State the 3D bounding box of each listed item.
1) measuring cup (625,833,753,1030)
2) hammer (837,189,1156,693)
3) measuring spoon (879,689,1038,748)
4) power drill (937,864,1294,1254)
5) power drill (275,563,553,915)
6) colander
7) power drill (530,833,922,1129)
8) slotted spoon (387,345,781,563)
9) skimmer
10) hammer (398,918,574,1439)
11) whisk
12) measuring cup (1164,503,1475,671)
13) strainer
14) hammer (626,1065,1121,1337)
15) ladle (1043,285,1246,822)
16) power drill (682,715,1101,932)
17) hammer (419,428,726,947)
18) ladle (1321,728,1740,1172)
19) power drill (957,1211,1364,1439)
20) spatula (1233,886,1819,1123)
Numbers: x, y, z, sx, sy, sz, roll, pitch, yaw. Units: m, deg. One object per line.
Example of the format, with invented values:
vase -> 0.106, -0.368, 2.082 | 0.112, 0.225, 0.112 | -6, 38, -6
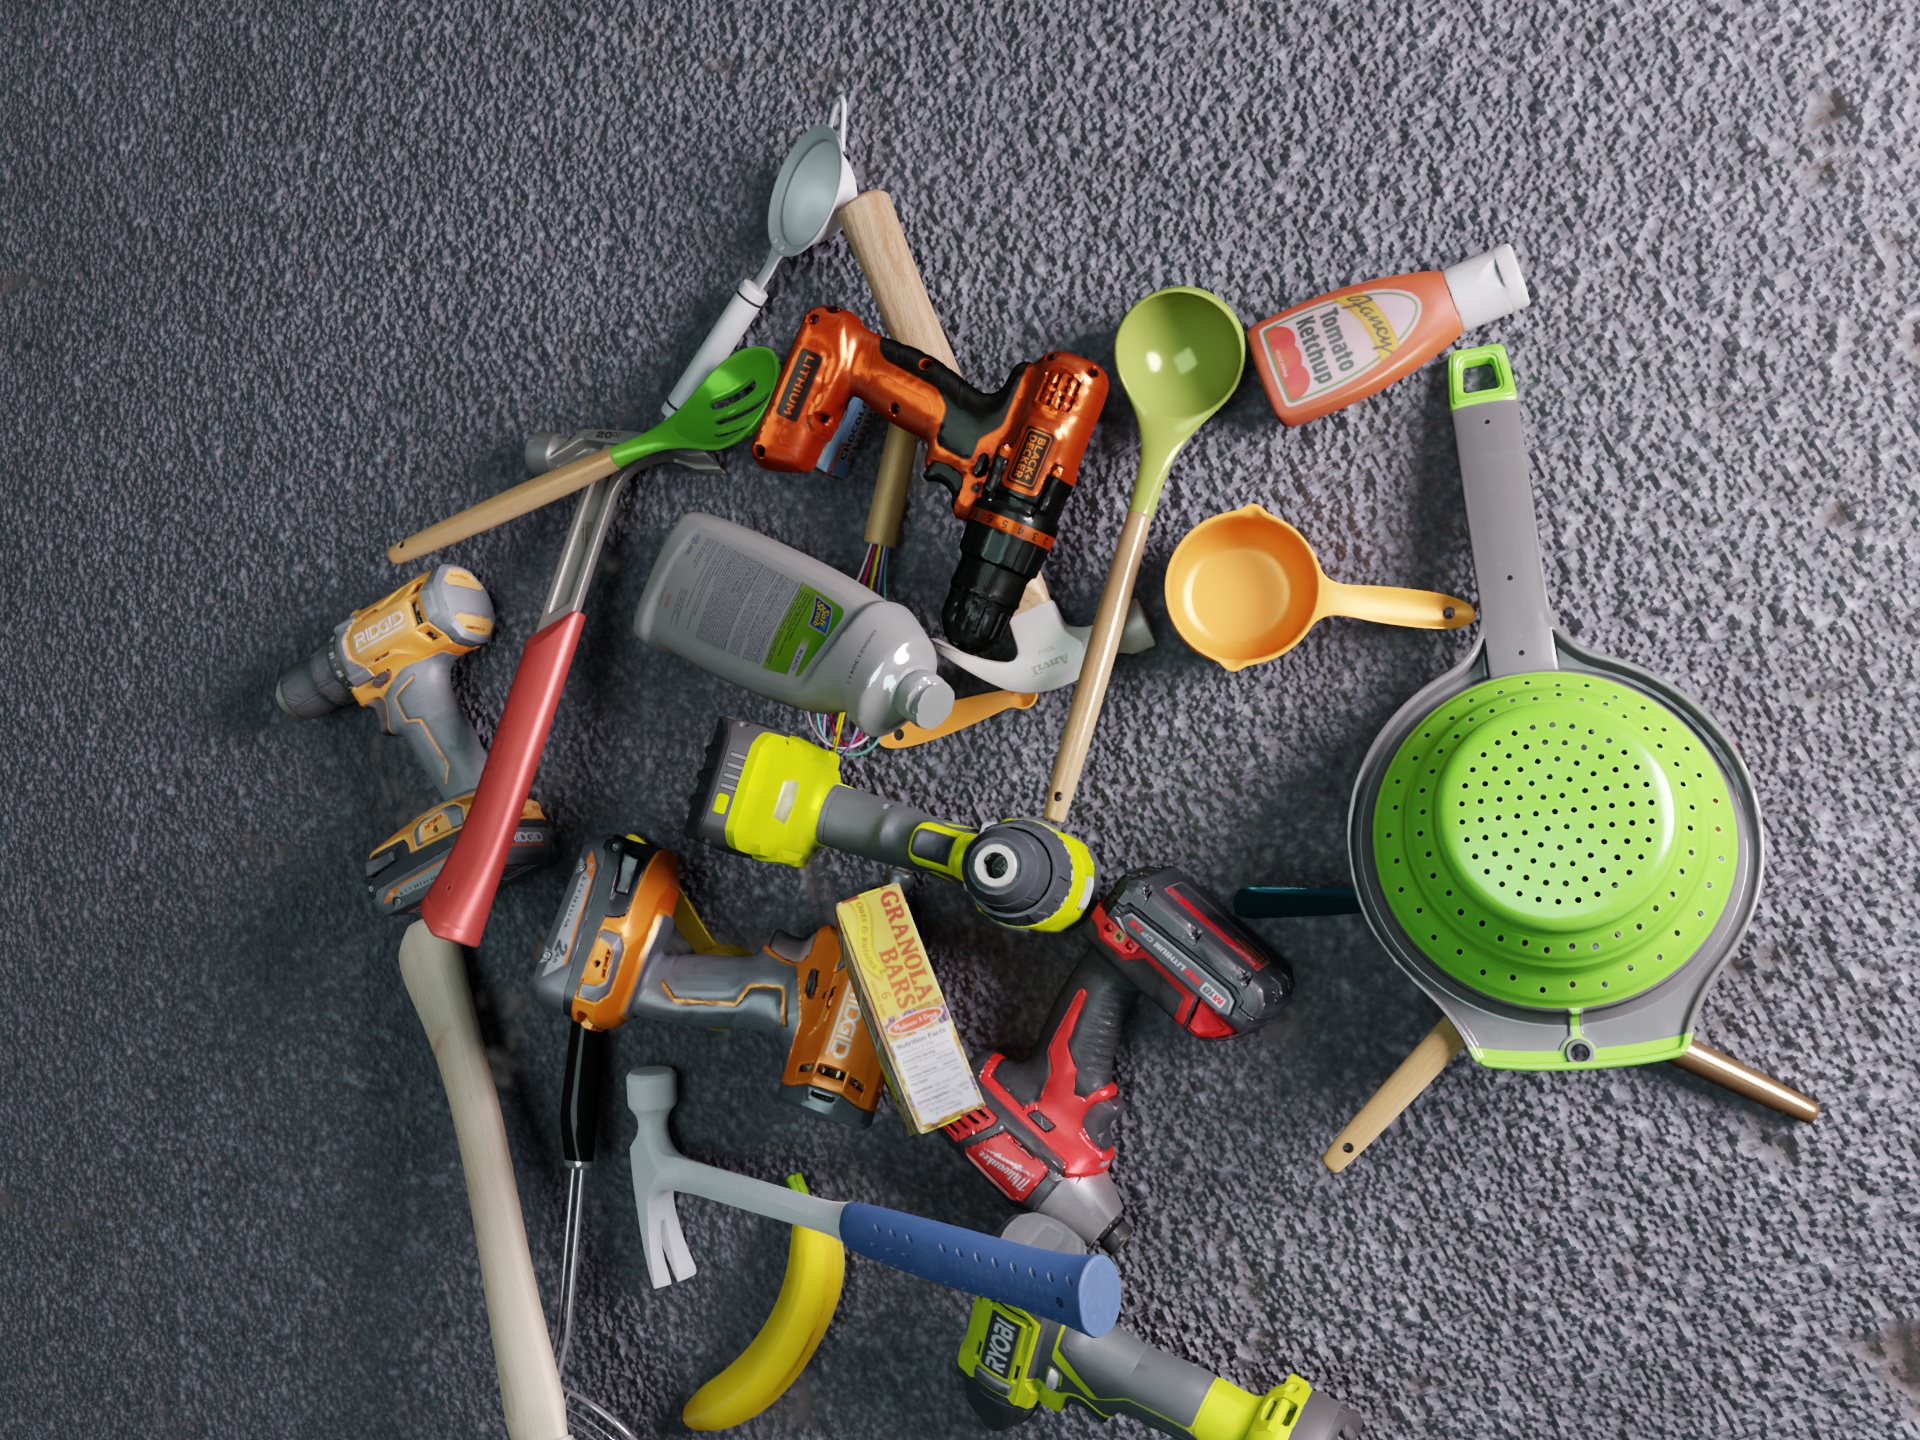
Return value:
measuring cup -> -0.190, 0.142, 1.079 | 0.062, 0.029, 0.156 | -40, 79, 17
hammer -> -0.002, -0.172, 0.984 | 0.130, 0.031, 0.331 | -24, 85, 11
measuring spoon -> -0.002, -0.003, 1.017 | 0.117, 0.011, 0.021 | -18, 84, 25
power drill -> 0.091, 0.206, 0.945 | 0.143, 0.078, 0.219 | 42, 108, 18
power drill -> -0.399, 0.024, 1.140 | 0.185, 0.084, 0.226 | -24, 77, 21
colander -> 0.290, -0.025, 0.813 | 0.204, 0.094, 0.397 | -8, 74, 16
power drill -> -0.139, 0.148, 1.015 | 0.226, 0.084, 0.164 | 17, 77, 8
slotted spoon -> -0.253, -0.167, 1.064 | 0.314, 0.031, 0.070 | -21, 59, 15
skimmer -> -0.248, 0.369, 1.104 | 0.127, 0.090, 0.363 | -5, 78, 36
hammer -> -0.309, 0.320, 1.076 | 0.146, 0.038, 0.411 | -30, 66, 21
whisk -> -0.055, -0.091, 1.020 | 0.051, 0.047, 0.245 | 13, 92, 23
measuring cup -> 0.203, -0.069, 0.916 | 0.173, 0.052, 0.095 | 7, 90, 4
strainer -> -0.132, -0.289, 1.052 | 0.258, 0.050, 0.087 | -51, 44, 20
hammer -> -0.073, 0.307, 0.959 | 0.406, 0.035, 0.144 | -1, 92, 44
ladle -> 0.095, -0.097, 0.921 | 0.078, 0.062, 0.320 | 15, 84, 16
power drill -> -0.037, 0.066, 0.919 | 0.228, 0.190, 0.080 | 16, 85, 15
hammer -> -0.272, -0.026, 1.057 | 0.149, 0.036, 0.359 | 9, 76, 22
ladle -> 0.300, 0.119, 0.839 | 0.069, 0.031, 0.315 | 42, 90, 10
power drill -> 0.104, 0.403, 0.924 | 0.223, 0.080, 0.171 | 25, 127, 22
spatula -> 0.305, 0.150, 0.873 | 0.317, 0.082, 0.044 | 25, 77, 15
